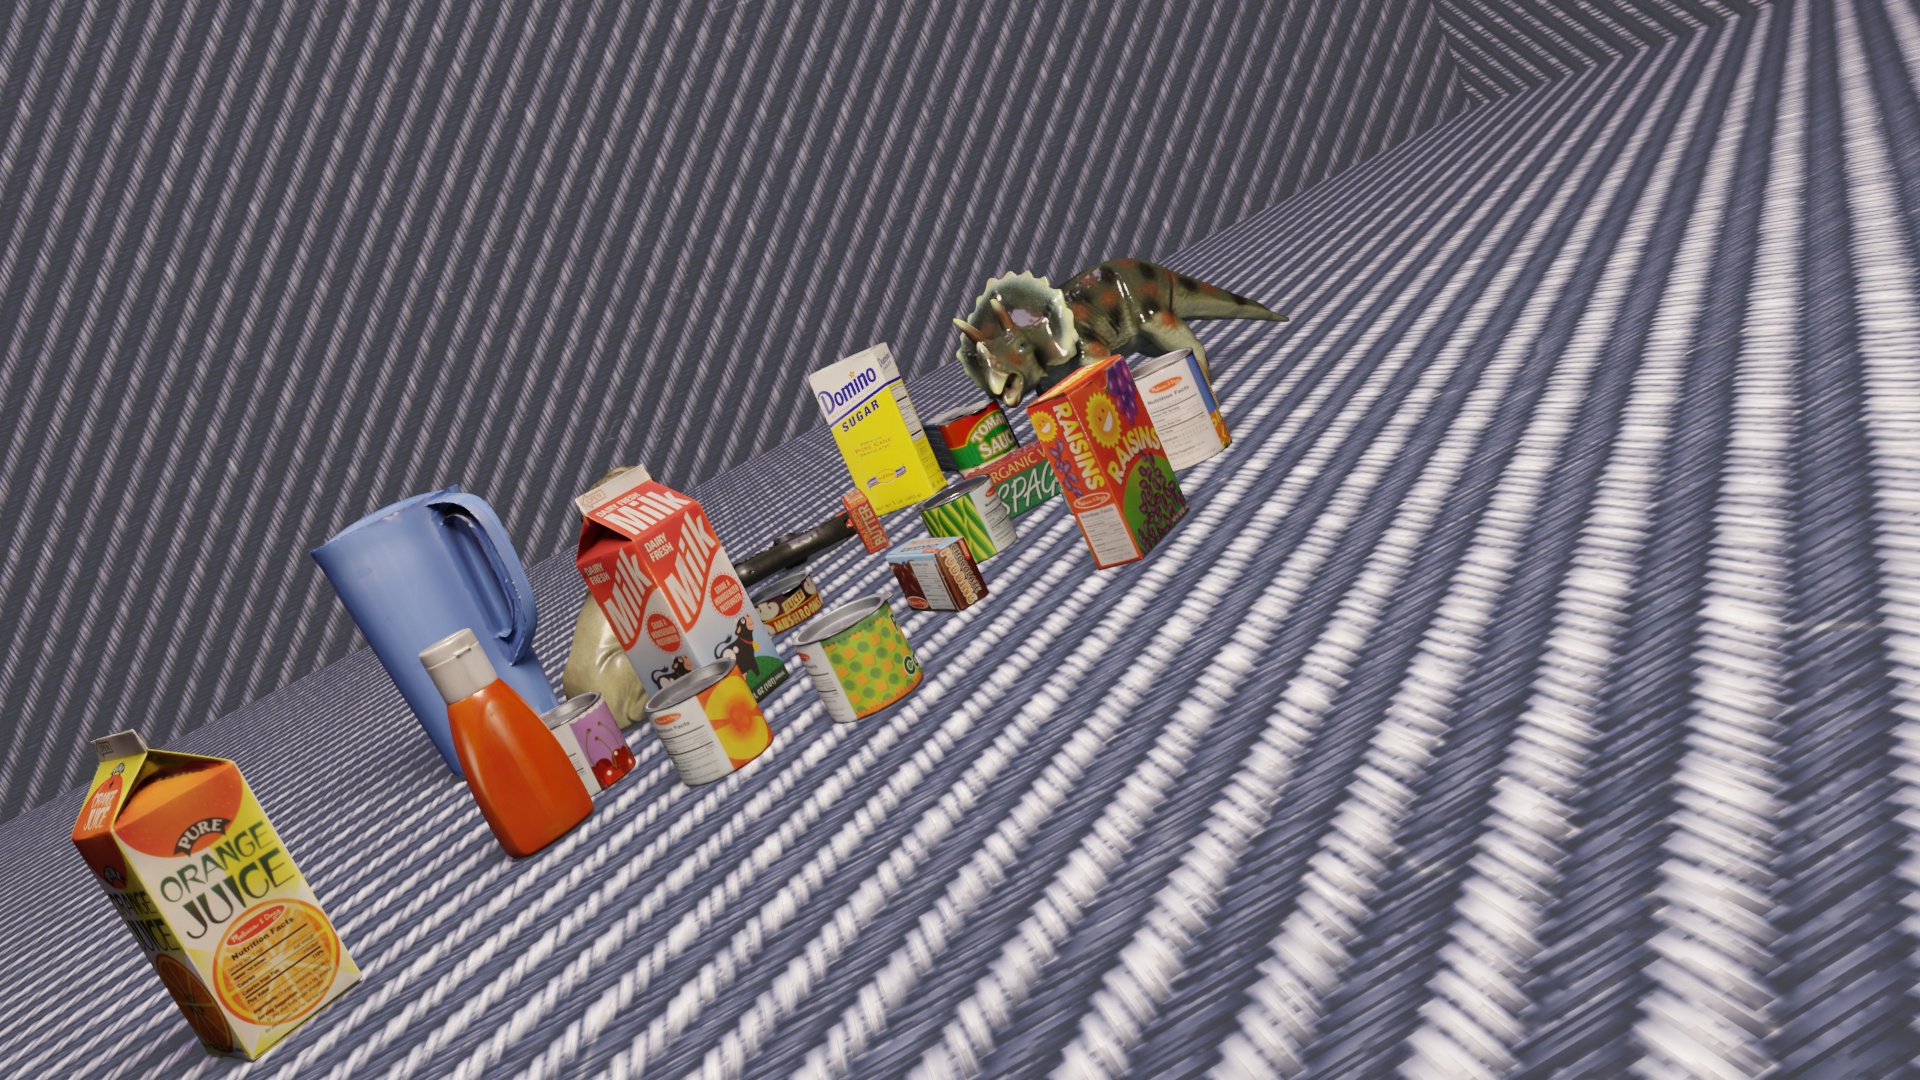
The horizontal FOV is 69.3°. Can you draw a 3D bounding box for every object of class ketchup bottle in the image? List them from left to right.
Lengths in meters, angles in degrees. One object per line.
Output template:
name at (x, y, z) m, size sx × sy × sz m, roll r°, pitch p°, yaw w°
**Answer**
ketchup bottle at (-0.301, 0.130, 0.908) m, size 0.043 × 0.148 × 0.065 m, roll -14°, pitch 15°, yaw 46°

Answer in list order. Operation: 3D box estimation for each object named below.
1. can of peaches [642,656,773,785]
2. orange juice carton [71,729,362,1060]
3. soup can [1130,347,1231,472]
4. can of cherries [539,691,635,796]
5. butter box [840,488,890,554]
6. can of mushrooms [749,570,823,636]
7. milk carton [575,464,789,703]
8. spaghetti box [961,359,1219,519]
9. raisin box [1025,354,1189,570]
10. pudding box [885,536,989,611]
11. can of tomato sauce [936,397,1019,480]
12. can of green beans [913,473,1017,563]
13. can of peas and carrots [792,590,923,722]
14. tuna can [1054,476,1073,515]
can of peaches at (-0.161, 0.117, 0.900) m, size 0.071 × 0.058 × 0.071 m, roll -24°, pitch 11°, yaw 5°
orange juice carton at (-0.432, 0.193, 0.791) m, size 0.071 × 0.192 × 0.073 m, roll -16°, pitch 14°, yaw 42°
soup can at (0.174, -0.106, 1.128) m, size 0.071 × 0.083 × 0.071 m, roll -25°, pitch 11°, yaw 5°
can of cherries at (-0.274, 0.149, 0.999) m, size 0.071 × 0.058 × 0.071 m, roll -24°, pitch 11°, yaw 5°
butter box at (-0.097, -0.020, 1.408) m, size 0.024 × 0.053 × 0.103 m, roll -26°, pitch 11°, yaw -5°
can of mushrooms at (-0.156, 0.056, 1.233) m, size 0.071 × 0.033 × 0.071 m, roll -24°, pitch 11°, yaw 5°
milk carton at (-0.212, 0.041, 1.017) m, size 0.073 × 0.190 × 0.073 m, roll -17°, pitch 13°, yaw 37°
spaghetti box at (0.120, -0.089, 1.254) m, size 0.251 × 0.050 × 0.028 m, roll -28°, pitch 11°, yaw -15°
raisin box at (0.102, -0.054, 0.944) m, size 0.040 × 0.123 × 0.086 m, roll -17°, pitch 14°, yaw 39°
pudding box at (-0.019, 0.025, 1.034) m, size 0.030 × 0.049 × 0.083 m, roll -31°, pitch 12°, yaw -26°
can of tomato sauce at (0.024, -0.095, 1.406) m, size 0.071 × 0.083 × 0.071 m, roll -25°, pitch 11°, yaw 5°
can of green beans at (0.006, -0.015, 1.143) m, size 0.071 × 0.057 × 0.071 m, roll -24°, pitch 11°, yaw 5°
can of peas and carrots at (-0.063, 0.073, 0.882) m, size 0.071 × 0.058 × 0.071 m, roll -24°, pitch 11°, yaw 5°
tuna can at (0.111, -0.048, 1.128) m, size 0.071 × 0.032 × 0.071 m, roll -24°, pitch 11°, yaw 5°
